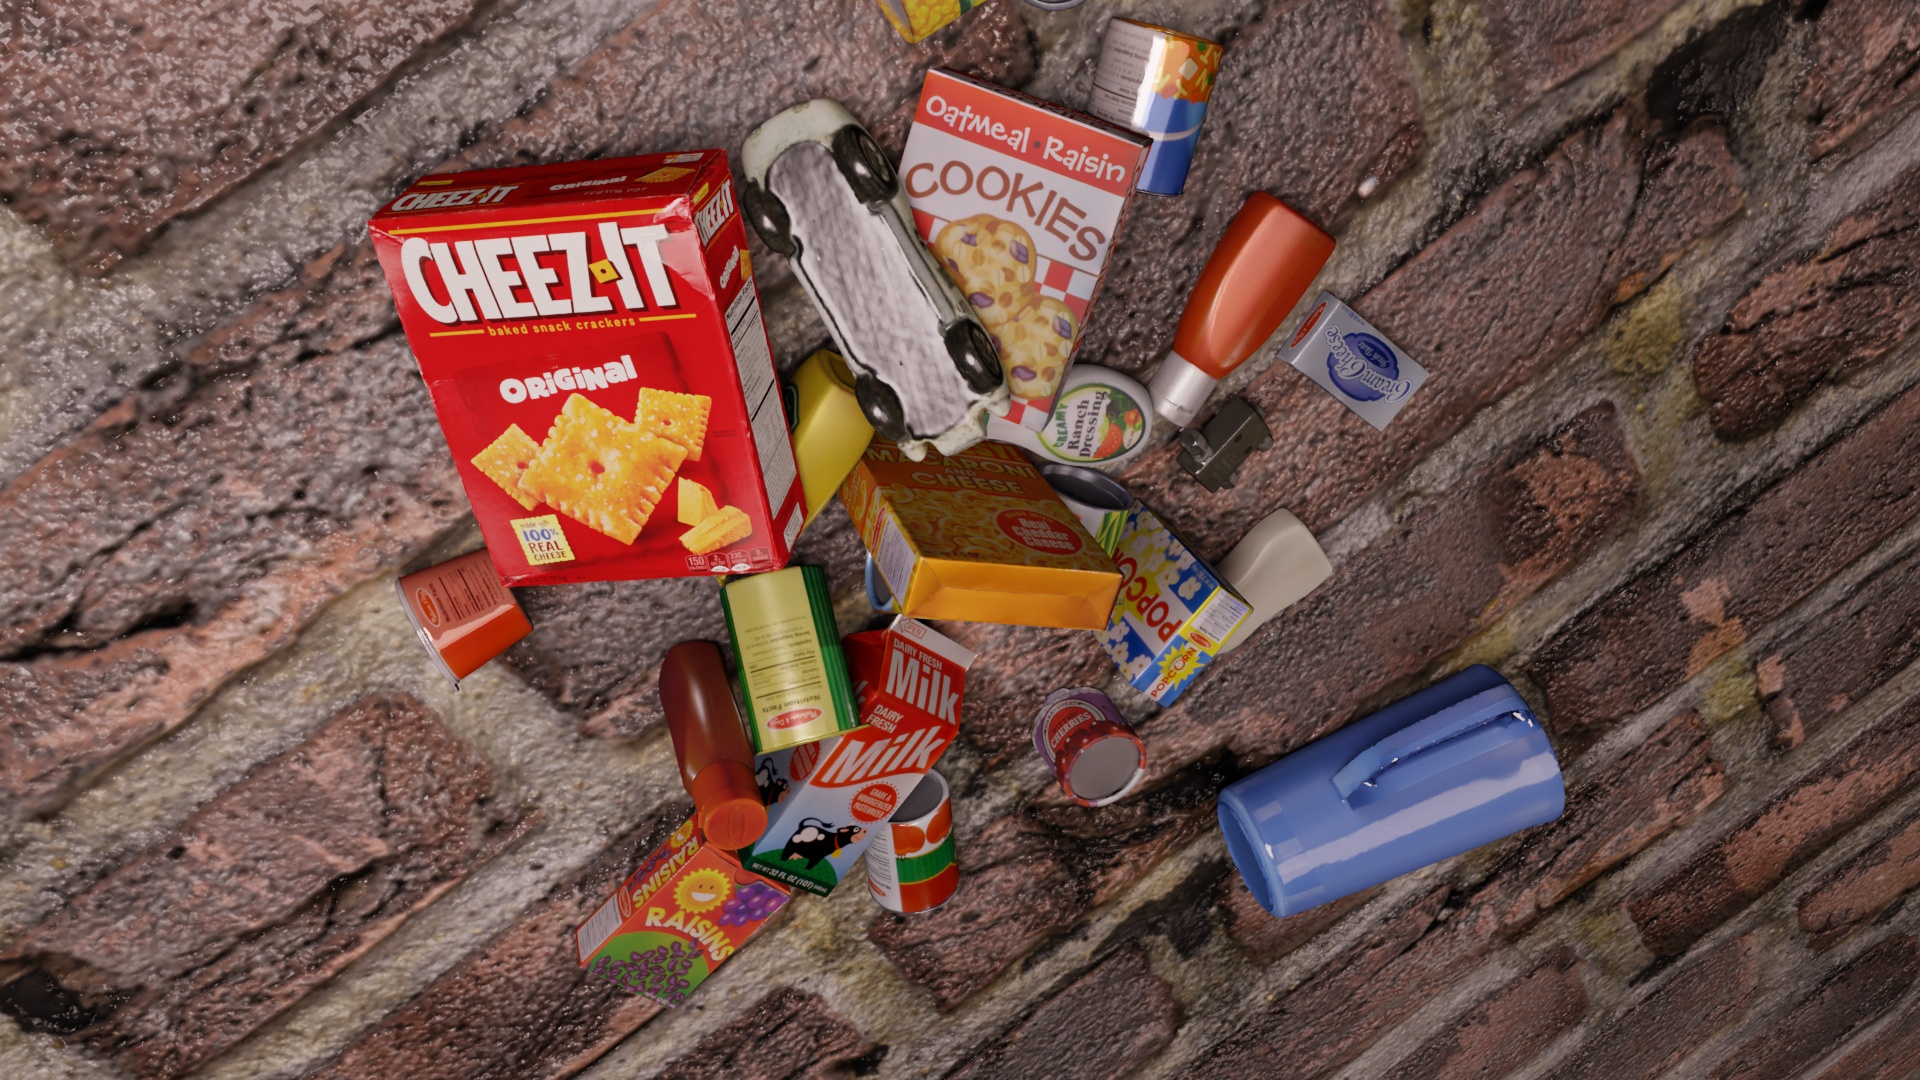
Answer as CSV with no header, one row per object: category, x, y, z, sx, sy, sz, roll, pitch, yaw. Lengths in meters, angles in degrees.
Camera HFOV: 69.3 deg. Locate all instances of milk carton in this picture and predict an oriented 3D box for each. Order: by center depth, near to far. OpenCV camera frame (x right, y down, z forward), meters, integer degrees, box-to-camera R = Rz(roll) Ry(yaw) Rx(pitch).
milk carton,-0.070,0.134,0.914,0.072,0.074,0.190,31,103,-33

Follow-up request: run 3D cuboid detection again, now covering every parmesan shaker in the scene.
parmesan shaker,-0.100,0.071,0.841,0.071,0.071,0.103,-12,82,-15

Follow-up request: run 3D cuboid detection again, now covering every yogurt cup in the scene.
yogurt cup,-0.277,0.039,0.783,0.054,0.072,0.072,-29,125,-14

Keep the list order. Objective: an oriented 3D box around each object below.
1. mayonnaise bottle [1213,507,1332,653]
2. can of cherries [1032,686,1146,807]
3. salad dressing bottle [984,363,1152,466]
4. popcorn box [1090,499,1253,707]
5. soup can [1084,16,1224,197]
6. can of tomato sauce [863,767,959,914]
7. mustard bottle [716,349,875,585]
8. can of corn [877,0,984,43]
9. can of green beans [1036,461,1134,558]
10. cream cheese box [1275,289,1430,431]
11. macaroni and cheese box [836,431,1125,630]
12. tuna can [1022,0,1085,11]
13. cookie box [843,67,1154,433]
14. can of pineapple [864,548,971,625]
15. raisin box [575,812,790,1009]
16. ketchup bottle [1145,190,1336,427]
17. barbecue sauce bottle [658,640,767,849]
mayonnaise bottle,0.191,0.044,0.990,0.148,0.041,0.064,-38,124,3
can of cherries,0.091,0.147,0.997,0.071,0.058,0.071,-10,122,-17
salad dressing bottle,0.045,-0.079,0.857,0.148,0.044,0.064,1,116,-23
popcorn box,0.125,0.039,0.908,0.038,0.127,0.085,33,102,-30
soup can,0.106,-0.242,0.777,0.071,0.071,0.083,3,116,-24
can of tomato sauce,-0.035,0.208,0.976,0.071,0.071,0.082,-14,122,-14
mustard bottle,-0.105,-0.034,0.812,0.049,0.065,0.159,25,112,-29
can of corn,-0.016,-0.292,0.699,0.058,0.071,0.071,-32,125,-1
can of green beans,0.071,-0.010,0.894,0.071,0.071,0.057,7,116,-26
cream cheese box,0.265,-0.120,0.936,0.104,0.024,0.053,28,106,-32
macaroni and cheese box,0.003,-0.010,0.805,0.124,0.167,0.040,6,116,-24
tuna can,0.048,-0.316,0.730,0.071,0.033,0.070,-10,122,-17
cookie box,0.019,-0.160,0.768,0.123,0.040,0.166,22,112,6
can of pineapple,-0.022,0.016,0.869,0.058,0.071,0.070,6,116,-24
raisin box,-0.191,0.256,0.956,0.123,0.040,0.086,-45,124,5
ketchup bottle,0.169,-0.141,0.873,0.064,0.044,0.148,24,107,-31
barbecue sauce bottle,-0.148,0.123,0.830,0.044,0.149,0.064,-4,119,-19
